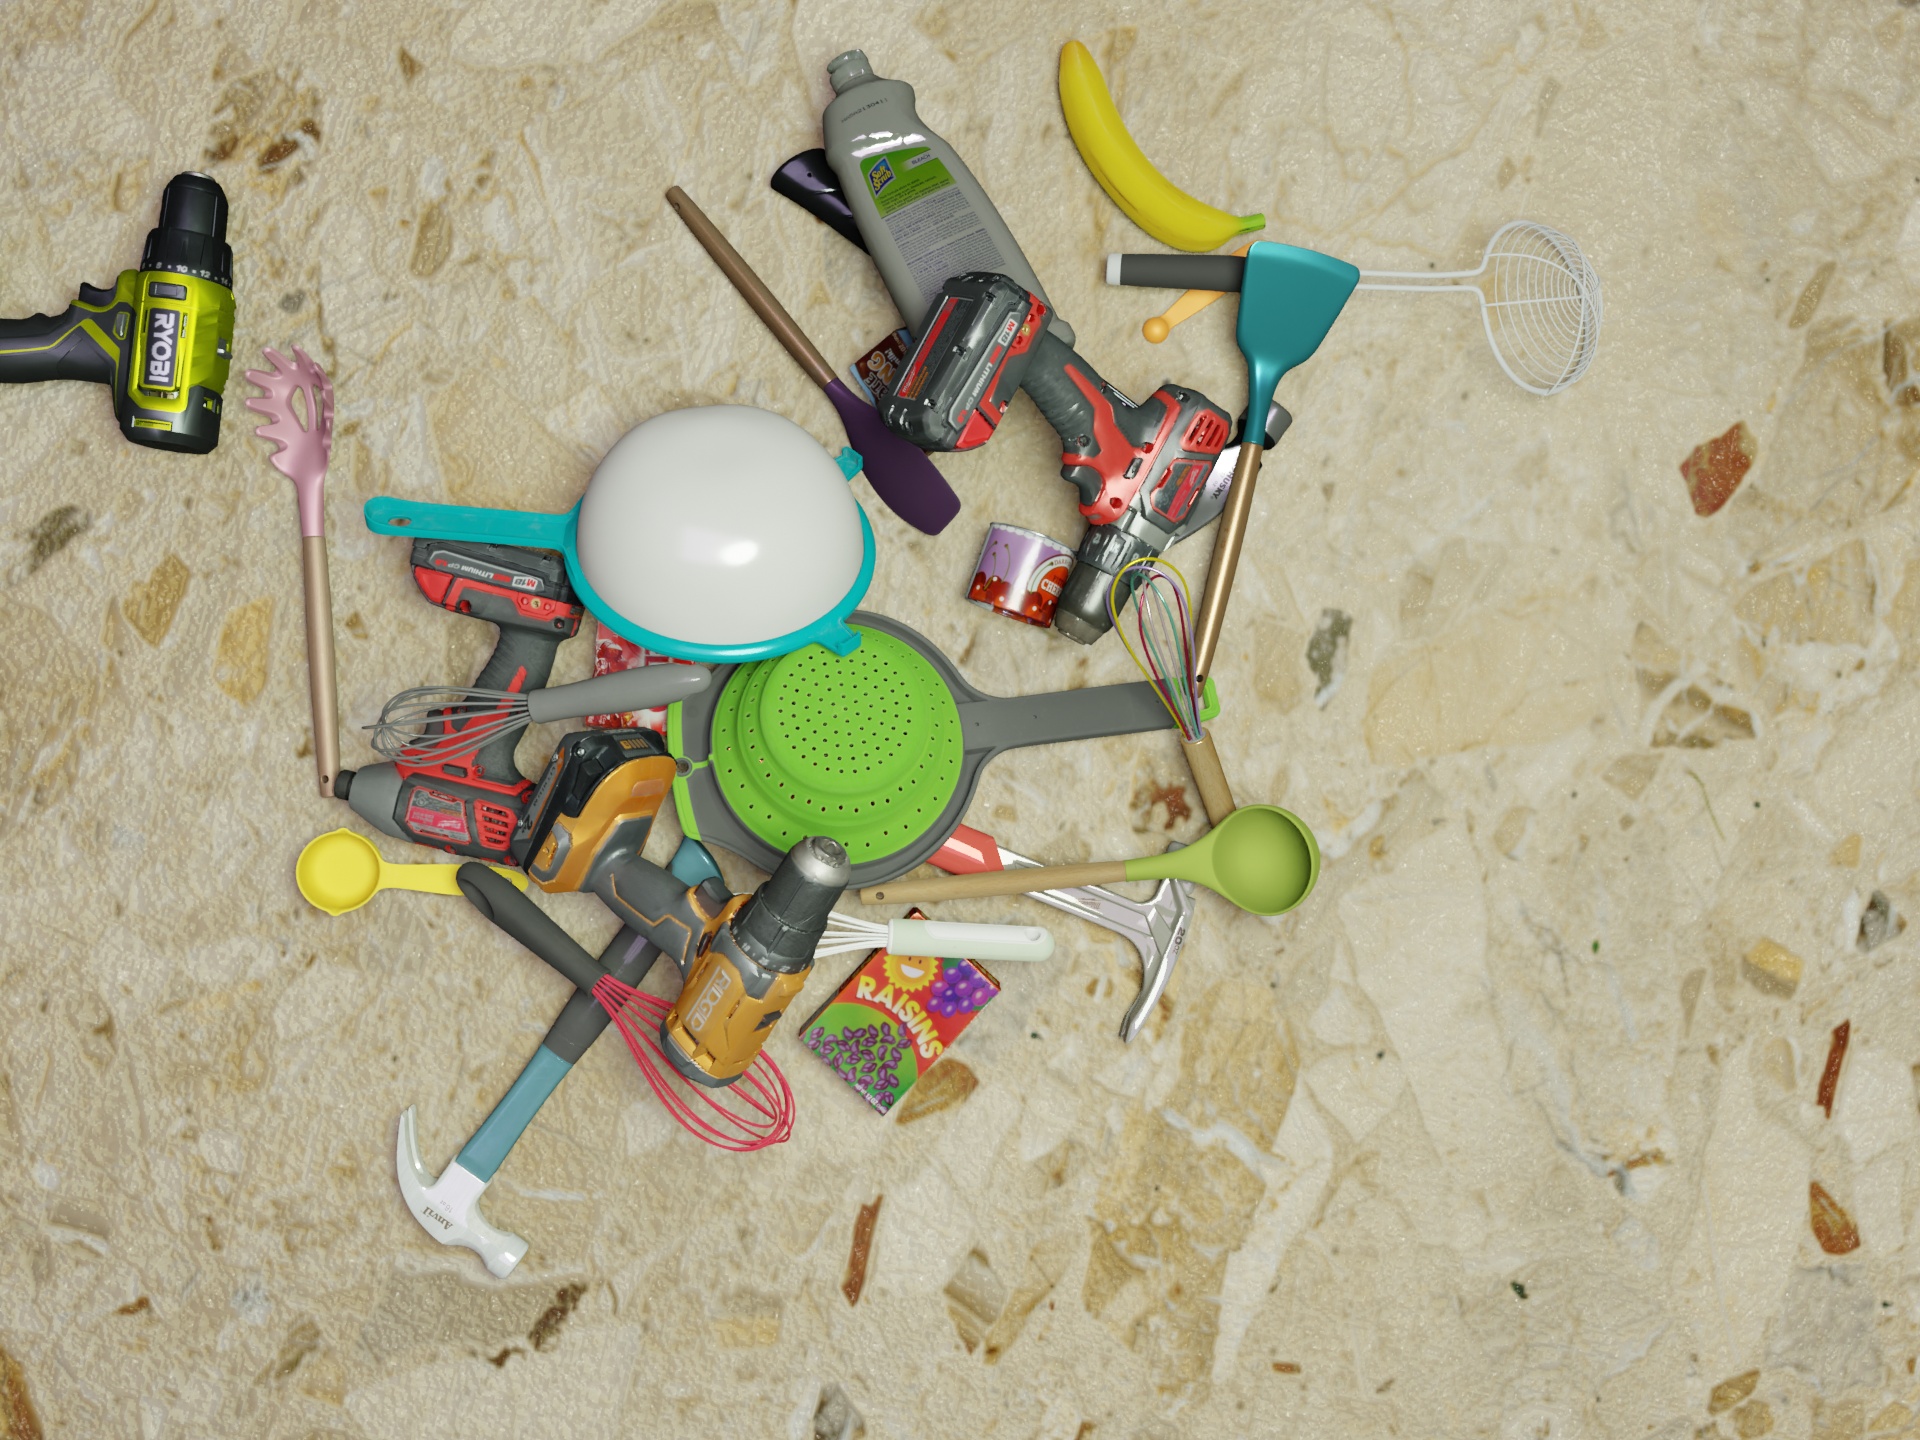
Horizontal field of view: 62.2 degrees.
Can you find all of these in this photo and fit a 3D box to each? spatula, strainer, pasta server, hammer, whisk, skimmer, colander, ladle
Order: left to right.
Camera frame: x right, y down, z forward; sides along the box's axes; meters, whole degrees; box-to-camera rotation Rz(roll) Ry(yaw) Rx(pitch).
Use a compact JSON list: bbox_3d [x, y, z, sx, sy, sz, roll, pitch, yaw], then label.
[{"bbox_3d":[-0.459,-0.103,1.123,0.060,0.040,0.316,-3,91,9],"label":"pasta server"},{"bbox_3d":[-0.276,-0.010,1.034,0.239,0.055,0.055,-9,90,9],"label":"whisk"},{"bbox_3d":[-0.276,0.226,1.131,0.128,0.033,0.331,36,87,-3],"label":"hammer"},{"bbox_3d":[-0.232,0.192,1.085,0.296,0.073,0.073,38,88,8],"label":"whisk"},{"bbox_3d":[-0.222,-0.149,1.050,0.340,0.095,0.211,4,50,-7],"label":"strainer"},{"bbox_3d":[-0.111,-0.260,1.145,0.316,0.059,0.018,51,45,2],"label":"spatula"},{"bbox_3d":[-0.056,0.148,1.098,0.246,0.058,0.059,4,124,-7],"label":"whisk"},{"bbox_3d":[-0.009,0.100,1.145,0.359,0.037,0.149,22,88,-3],"label":"hammer"},{"bbox_3d":[-0.002,-0.004,1.096,0.397,0.094,0.205,-7,73,-10],"label":"colander"},{"bbox_3d":[0.036,-0.278,1.154,0.409,0.036,0.149,36,89,-2],"label":"hammer"},{"bbox_3d":[0.089,0.108,1.107,0.320,0.062,0.078,-5,90,-1],"label":"ladle"},{"bbox_3d":[0.160,-0.008,1.105,0.047,0.051,0.244,-38,122,-23],"label":"whisk"},{"bbox_3d":[0.201,-0.170,1.120,0.082,0.044,0.317,12,94,-10],"label":"spatula"},{"bbox_3d":[0.289,-0.309,1.163,0.363,0.090,0.127,4,83,5],"label":"skimmer"}]

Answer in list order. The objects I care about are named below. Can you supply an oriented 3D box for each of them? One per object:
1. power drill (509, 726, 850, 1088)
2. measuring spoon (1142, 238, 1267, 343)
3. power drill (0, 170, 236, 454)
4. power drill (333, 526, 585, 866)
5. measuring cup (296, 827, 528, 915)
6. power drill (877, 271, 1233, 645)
[{"bbox_3d":[-0.177,0.097,1.028,0.226,0.084,0.185,44,116,23],"label":"power drill"},{"bbox_3d":[0.182,-0.318,1.172,0.117,0.011,0.021,-38,91,-3],"label":"measuring spoon"},{"bbox_3d":[-0.620,-0.292,1.099,0.228,0.080,0.190,6,89,-6],"label":"power drill"},{"bbox_3d":[-0.347,-0.017,1.111,0.143,0.078,0.219,13,91,-2],"label":"power drill"},{"bbox_3d":[-0.389,0.110,1.135,0.156,0.029,0.062,6,89,-15],"label":"measuring cup"},{"bbox_3d":[0.059,-0.170,1.054,0.226,0.080,0.188,27,93,-30],"label":"power drill"}]
